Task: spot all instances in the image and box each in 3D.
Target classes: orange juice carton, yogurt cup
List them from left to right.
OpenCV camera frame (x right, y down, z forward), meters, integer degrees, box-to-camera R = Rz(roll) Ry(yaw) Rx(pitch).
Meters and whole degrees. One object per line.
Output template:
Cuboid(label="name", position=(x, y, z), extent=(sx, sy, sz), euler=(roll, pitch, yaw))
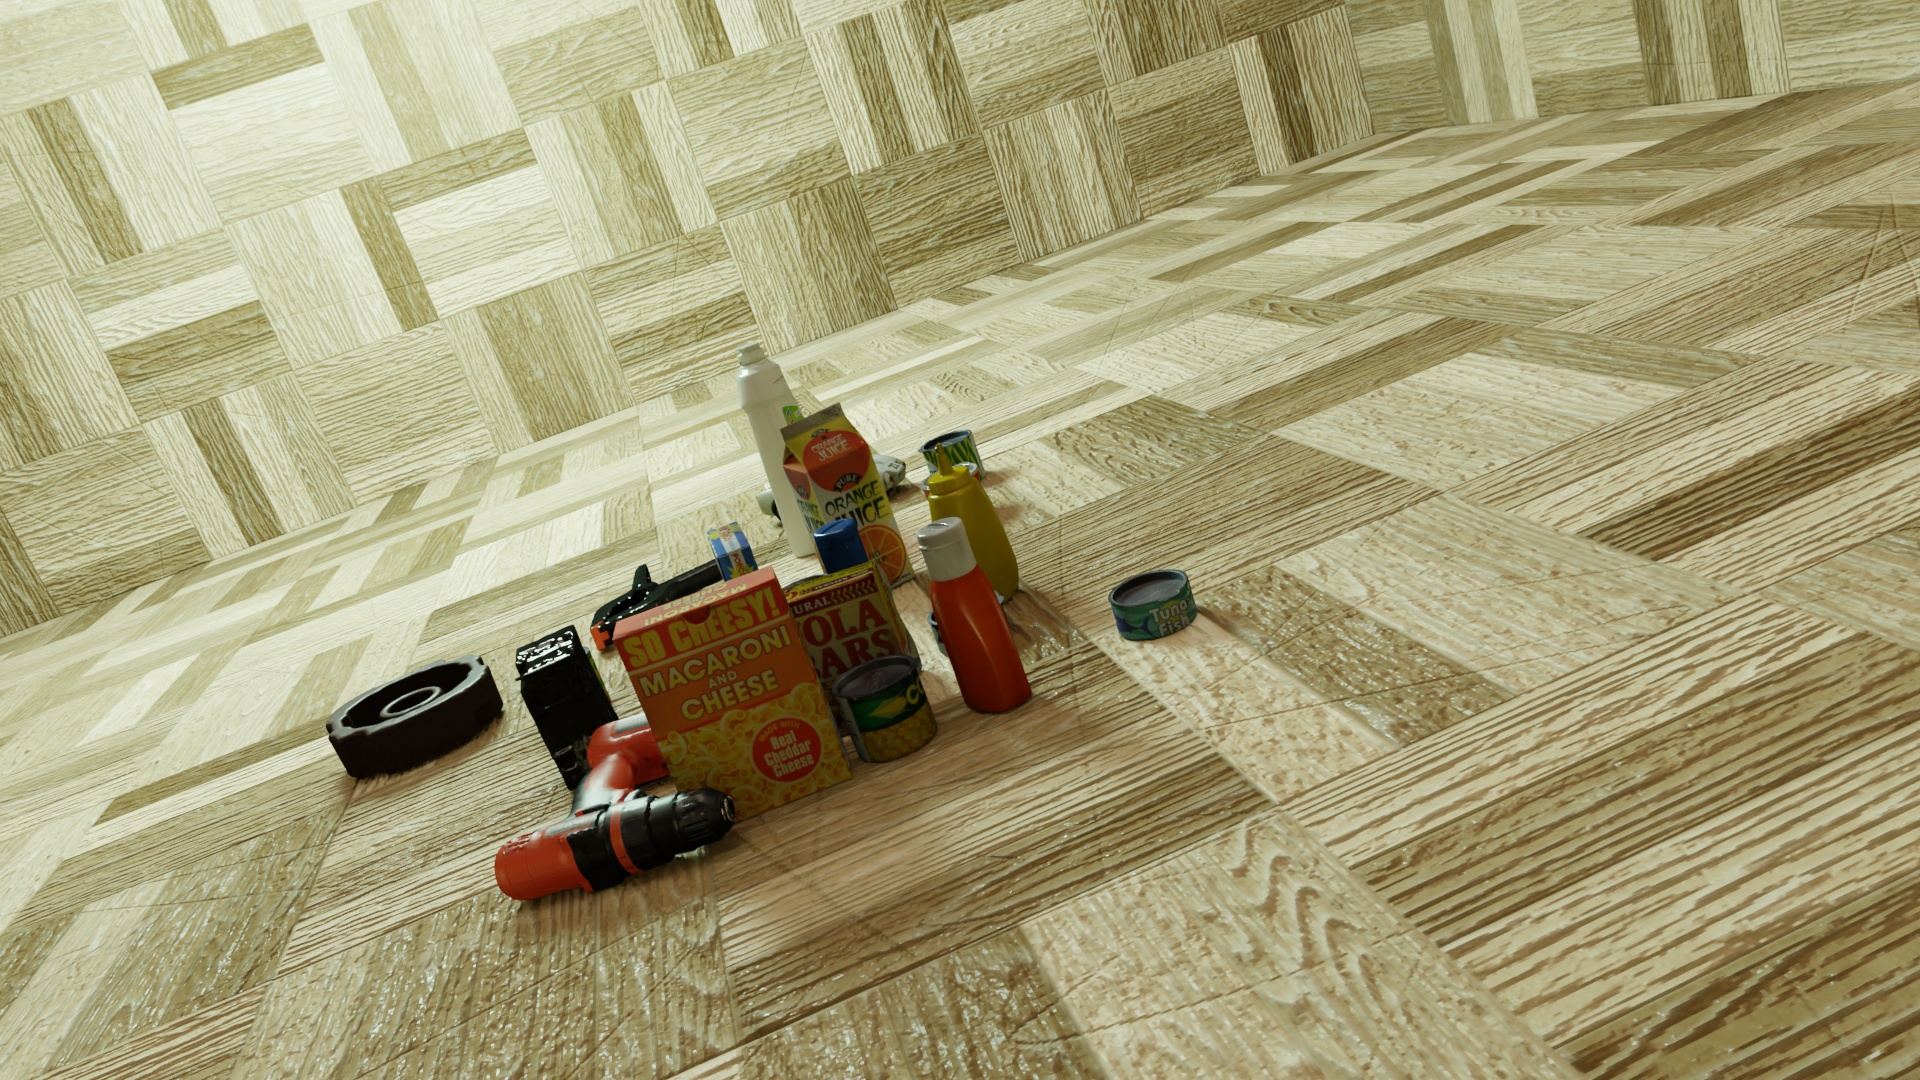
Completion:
Cuboid(label="orange juice carton", position=(-0.120, -0.038, 1.405), extent=(0.072, 0.192, 0.073), euler=(-26, 18, -22))
Cuboid(label="yogurt cup", position=(-0.005, -0.049, 1.555), extent=(0.072, 0.053, 0.072), euler=(-17, 17, 6))

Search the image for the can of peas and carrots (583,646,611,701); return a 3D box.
Cuboid(label="can of peas and carrots", position=(-0.381, 0.143, 1.351), extent=(0.071, 0.058, 0.071), euler=(-17, 17, 6))

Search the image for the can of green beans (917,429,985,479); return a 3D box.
Cuboid(label="can of green beans", position=(-0.009, -0.097, 1.699), extent=(0.071, 0.057, 0.071), euler=(-17, 17, 6))

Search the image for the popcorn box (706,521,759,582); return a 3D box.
Cuboid(label="popcorn box", position=(-0.235, 0.036, 1.483), extent=(0.038, 0.085, 0.127), euler=(-22, 17, -10))

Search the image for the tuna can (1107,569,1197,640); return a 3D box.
Cuboid(label="tuna can", position=(0.155, 0.052, 1.109), extent=(0.071, 0.032, 0.071), euler=(-17, 17, 6))

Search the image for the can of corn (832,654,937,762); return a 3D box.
Cuboid(label="can of corn", position=(-0.055, 0.127, 1.056), extent=(0.071, 0.058, 0.071), euler=(-17, 17, 6))

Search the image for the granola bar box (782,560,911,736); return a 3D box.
Cuboid(label="granola bar box", position=(-0.126, 0.100, 1.103), extent=(0.165, 0.124, 0.039), euler=(-18, 17, 2))

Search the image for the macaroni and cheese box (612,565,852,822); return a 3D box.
Cuboid(label="macaroni and cheese box", position=(-0.164, 0.118, 1.016), extent=(0.124, 0.166, 0.040), euler=(-21, 17, -5))

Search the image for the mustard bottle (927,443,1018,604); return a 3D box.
Cuboid(label="mustard bottle", position=(0.004, -0.016, 1.261), extent=(0.049, 0.159, 0.065), euler=(-4, 23, 42))

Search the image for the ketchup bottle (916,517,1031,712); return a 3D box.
Cuboid(label="ketchup bottle", position=(0.006, 0.057, 1.055), extent=(0.044, 0.148, 0.064), euler=(-29, 19, -30))

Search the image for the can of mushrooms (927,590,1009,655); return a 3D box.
Cuboid(label="can of mushrooms", position=(0.009, 0.071, 1.203), extent=(0.071, 0.033, 0.071), euler=(-17, 17, 6))

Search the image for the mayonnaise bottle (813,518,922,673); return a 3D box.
Cuboid(label="mayonnaise bottle", position=(-0.080, 0.056, 1.151), extent=(0.041, 0.147, 0.065), euler=(-5, 22, 40))

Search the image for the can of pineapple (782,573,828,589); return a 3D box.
Cuboid(label="can of pineapple", position=(-0.139, 0.071, 1.319), extent=(0.071, 0.057, 0.071), euler=(-17, 17, 6))
